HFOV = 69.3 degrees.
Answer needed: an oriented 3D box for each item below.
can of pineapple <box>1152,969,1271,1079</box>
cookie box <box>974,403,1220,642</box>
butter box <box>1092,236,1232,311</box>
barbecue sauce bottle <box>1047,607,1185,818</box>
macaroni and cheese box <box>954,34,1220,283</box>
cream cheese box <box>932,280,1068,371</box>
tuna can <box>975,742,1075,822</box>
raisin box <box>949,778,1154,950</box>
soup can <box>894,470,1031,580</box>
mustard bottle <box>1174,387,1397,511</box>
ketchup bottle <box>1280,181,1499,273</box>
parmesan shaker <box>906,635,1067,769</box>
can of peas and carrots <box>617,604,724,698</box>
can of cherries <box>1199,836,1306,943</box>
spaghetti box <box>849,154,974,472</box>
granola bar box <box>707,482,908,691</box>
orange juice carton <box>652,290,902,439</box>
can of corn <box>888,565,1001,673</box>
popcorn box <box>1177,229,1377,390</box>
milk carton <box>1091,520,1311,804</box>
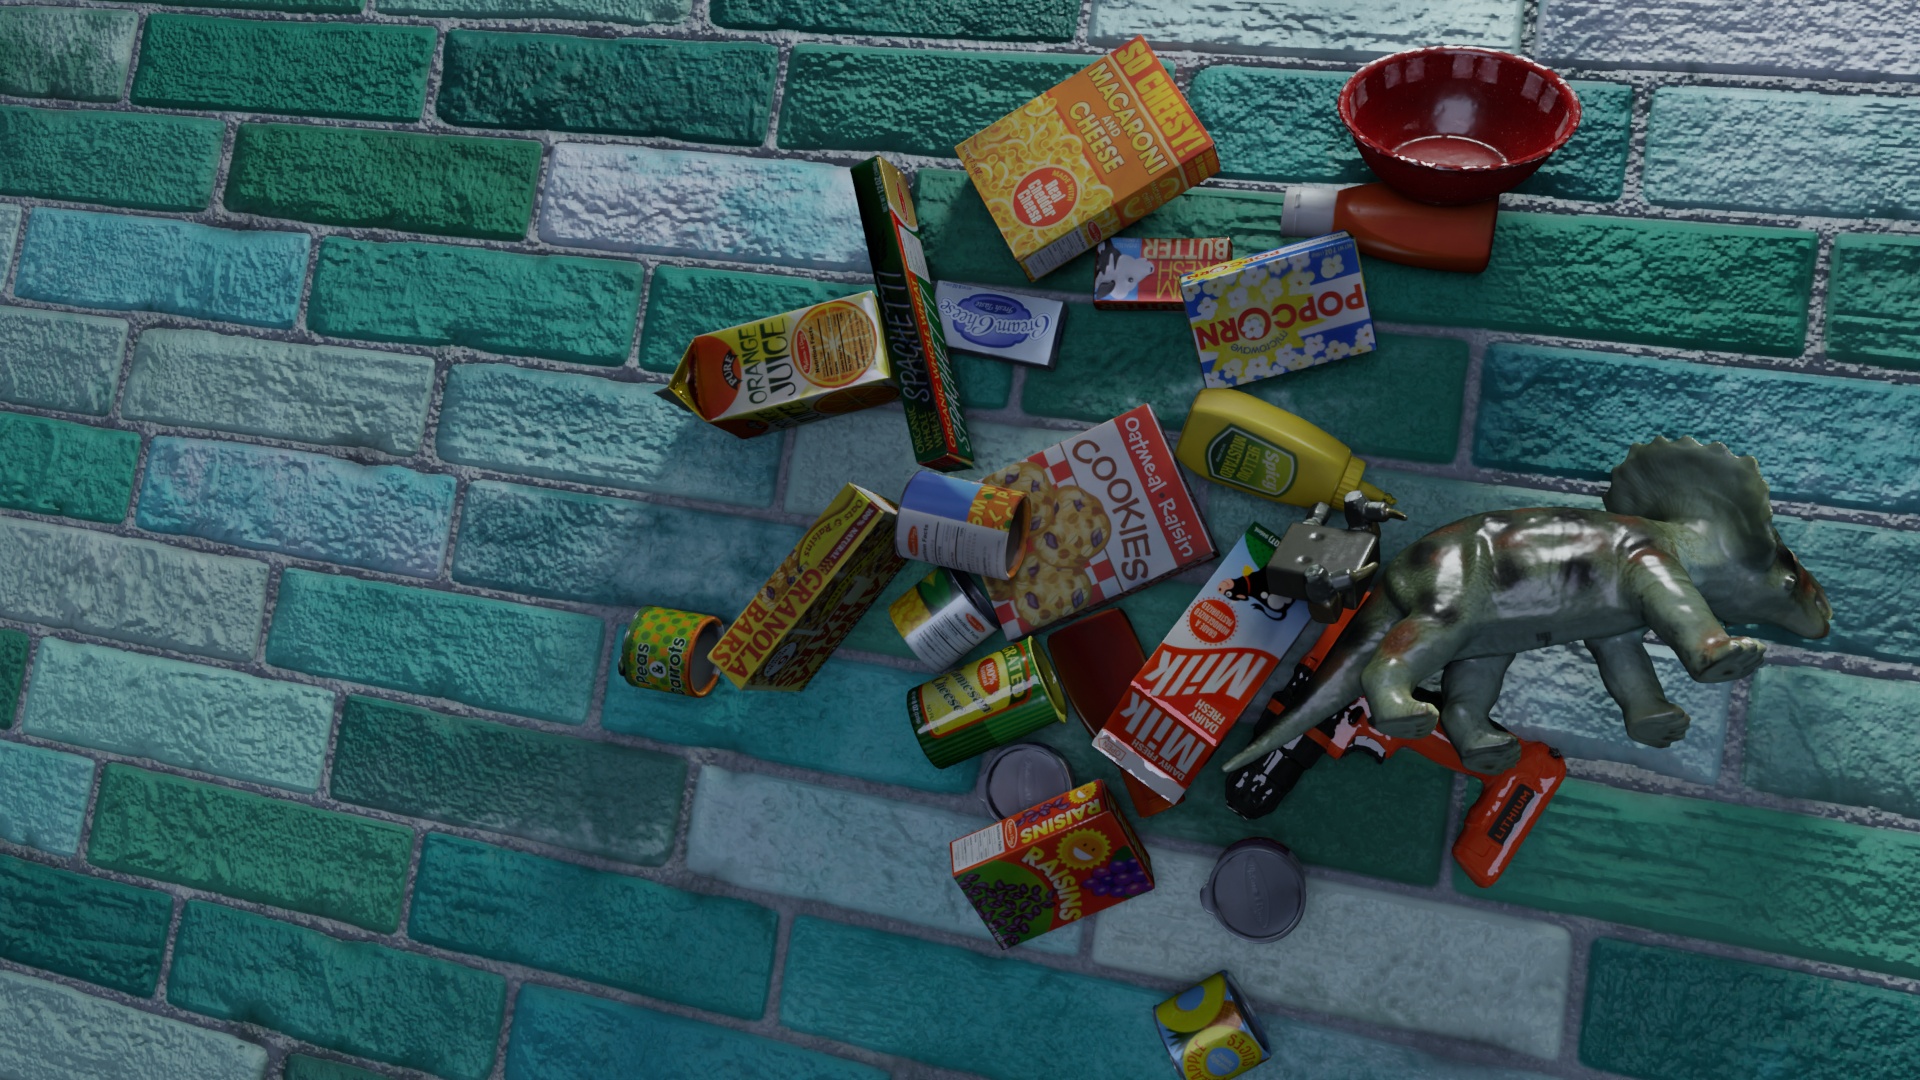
[{"bbox_3d":[0.175,0.342,0.964,0.058,0.071,0.071,-32,77,9],"label":"can of pineapple"},{"bbox_3d":[0.092,-0.012,1.041,0.167,0.040,0.123,-24,78,11],"label":"cookie box"},{"bbox_3d":[0.154,-0.202,1.056,0.103,0.024,0.053,4,84,14],"label":"butter box"},{"bbox_3d":[0.119,0.127,1.016,0.065,0.043,0.148,-24,79,10],"label":"barbecue sauce bottle"},{"bbox_3d":[0.096,-0.292,1.063,0.166,0.040,0.124,-29,65,8],"label":"macaroni and cheese box"},{"bbox_3d":[0.028,-0.167,1.083,0.104,0.024,0.053,12,88,15],"label":"cream cheese box"},{"bbox_3d":[0.049,0.183,1.032,0.071,0.033,0.071,-1,84,14],"label":"tuna can"},{"bbox_3d":[0.066,0.233,0.998,0.123,0.040,0.086,-25,116,10],"label":"raisin box"},{"bbox_3d":[0.004,-0.013,1.011,0.084,0.071,0.071,12,87,16],"label":"soup can"},{"bbox_3d":[0.237,-0.057,0.999,0.160,0.049,0.065,22,129,11],"label":"mustard bottle"},{"bbox_3d":[0.310,-0.233,1.011,0.149,0.043,0.065,9,77,15],"label":"ketchup bottle"},{"bbox_3d":[0.020,0.123,1.027,0.103,0.071,0.071,-24,79,10],"label":"parmesan shaker"},{"bbox_3d":[-0.226,0.088,1.091,0.059,0.071,0.071,8,86,14],"label":"can of peas and carrots"},{"bbox_3d":[0.206,0.243,0.973,0.071,0.058,0.071,-1,85,14],"label":"can of cherries"},{"bbox_3d":[-0.037,-0.172,1.062,0.028,0.050,0.250,-18,76,21],"label":"spaghetti box"},{"bbox_3d":[-0.103,0.038,1.039,0.039,0.124,0.165,40,94,15],"label":"granola bar box"},{"bbox_3d":[-0.142,-0.132,1.096,0.192,0.072,0.073,-13,81,12],"label":"orange juice carton"},{"bbox_3d":[-0.013,0.056,1.047,0.058,0.071,0.071,-38,77,8],"label":"can of corn"},{"bbox_3d":[0.230,-0.166,1.008,0.126,0.038,0.085,-14,111,12],"label":"popcorn box"},{"bbox_3d":[0.175,0.087,0.964,0.072,0.073,0.191,35,75,14],"label":"milk carton"}]
